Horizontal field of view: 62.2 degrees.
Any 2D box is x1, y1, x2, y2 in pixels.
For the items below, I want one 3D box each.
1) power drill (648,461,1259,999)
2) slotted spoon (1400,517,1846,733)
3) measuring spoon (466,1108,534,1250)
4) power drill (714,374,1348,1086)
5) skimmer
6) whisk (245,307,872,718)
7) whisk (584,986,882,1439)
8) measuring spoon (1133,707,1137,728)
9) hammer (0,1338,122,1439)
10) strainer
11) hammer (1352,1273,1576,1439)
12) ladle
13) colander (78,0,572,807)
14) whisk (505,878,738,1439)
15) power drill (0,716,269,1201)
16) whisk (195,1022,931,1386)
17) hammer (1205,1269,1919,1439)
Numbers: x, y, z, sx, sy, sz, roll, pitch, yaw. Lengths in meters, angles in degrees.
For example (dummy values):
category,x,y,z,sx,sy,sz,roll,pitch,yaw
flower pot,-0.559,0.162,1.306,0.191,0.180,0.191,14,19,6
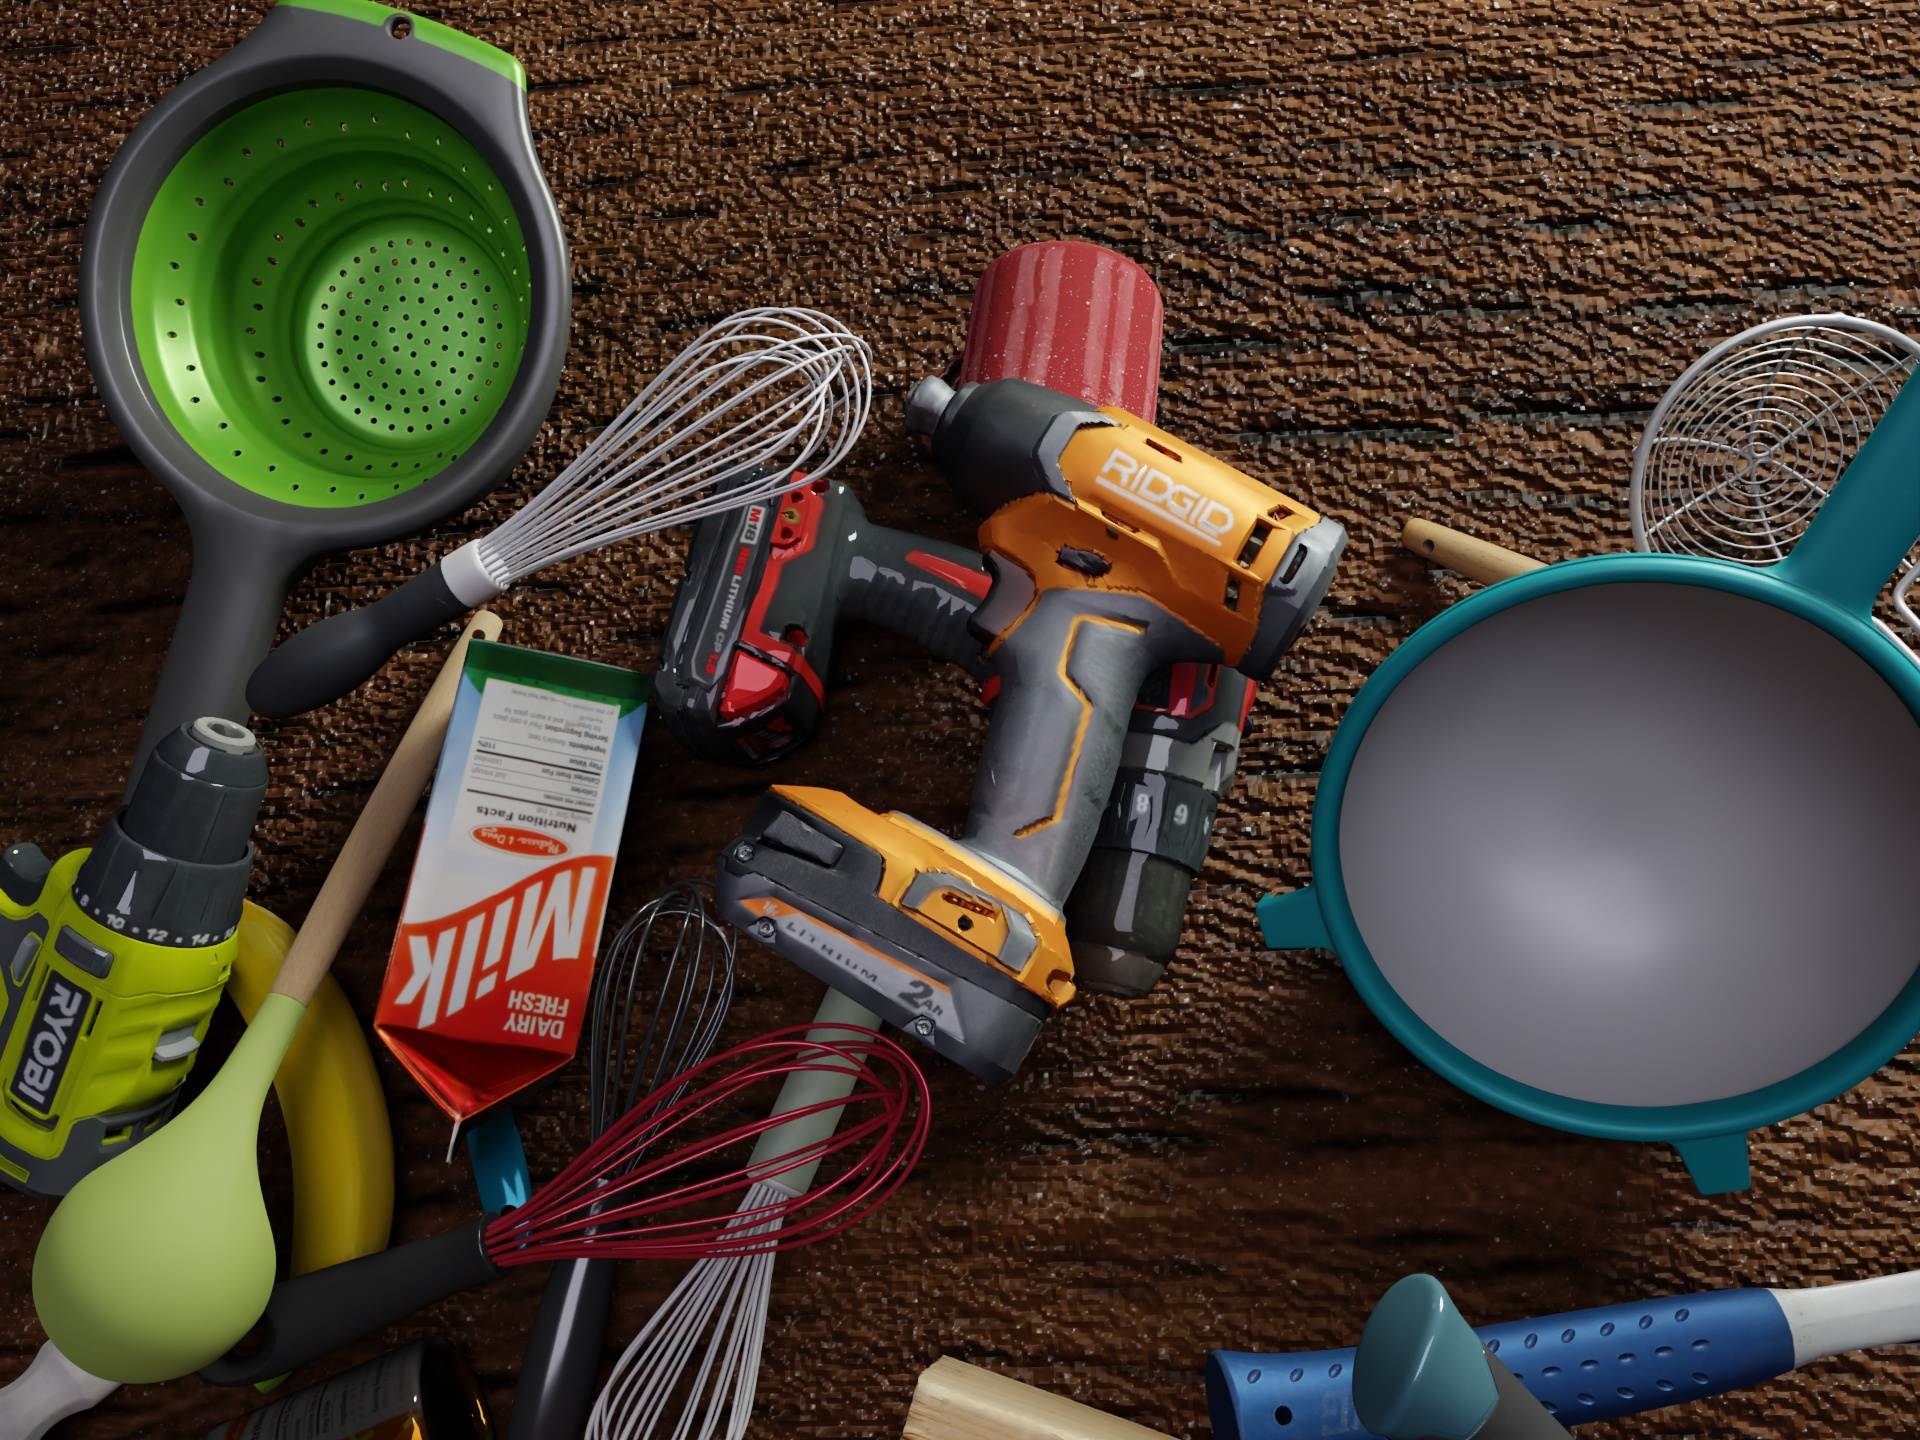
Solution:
category,x,y,z,sx,sy,sz,roll,pitch,yaw
power drill,-0.001,-0.002,0.626,0.227,0.080,0.188,11,75,9
slotted spoon,0.303,-0.015,0.587,0.314,0.070,0.031,30,35,33
measuring spoon,-0.192,0.147,0.629,0.042,0.021,0.129,-20,71,-1
power drill,0.010,-0.009,0.550,0.164,0.084,0.226,30,80,8
skimmer,0.384,0.012,0.568,0.127,0.090,0.364,-36,65,15
whisk,-0.158,-0.071,0.601,0.284,0.070,0.070,-28,73,11
whisk,-0.073,0.182,0.599,0.058,0.059,0.246,15,69,26
measuring spoon,0.086,-0.039,0.670,0.021,0.011,0.117,15,72,14
hammer,-0.259,0.358,0.522,0.331,0.031,0.130,37,55,21
strainer,0.263,-0.017,0.547,0.211,0.095,0.340,29,113,9
hammer,0.231,0.291,0.477,0.128,0.033,0.331,-46,100,-14
ladle,-0.248,0.089,0.616,0.078,0.062,0.320,22,57,-8
colander,-0.280,-0.096,0.686,0.204,0.094,0.397,19,94,3
whisk,-0.132,0.176,0.606,0.055,0.055,0.239,12,79,8
power drill,-0.381,0.052,0.623,0.228,0.080,0.190,28,100,13
whisk,-0.146,0.179,0.559,0.296,0.073,0.073,-23,72,10
hammer,0.282,0.206,0.527,0.405,0.035,0.144,-6,74,-9
